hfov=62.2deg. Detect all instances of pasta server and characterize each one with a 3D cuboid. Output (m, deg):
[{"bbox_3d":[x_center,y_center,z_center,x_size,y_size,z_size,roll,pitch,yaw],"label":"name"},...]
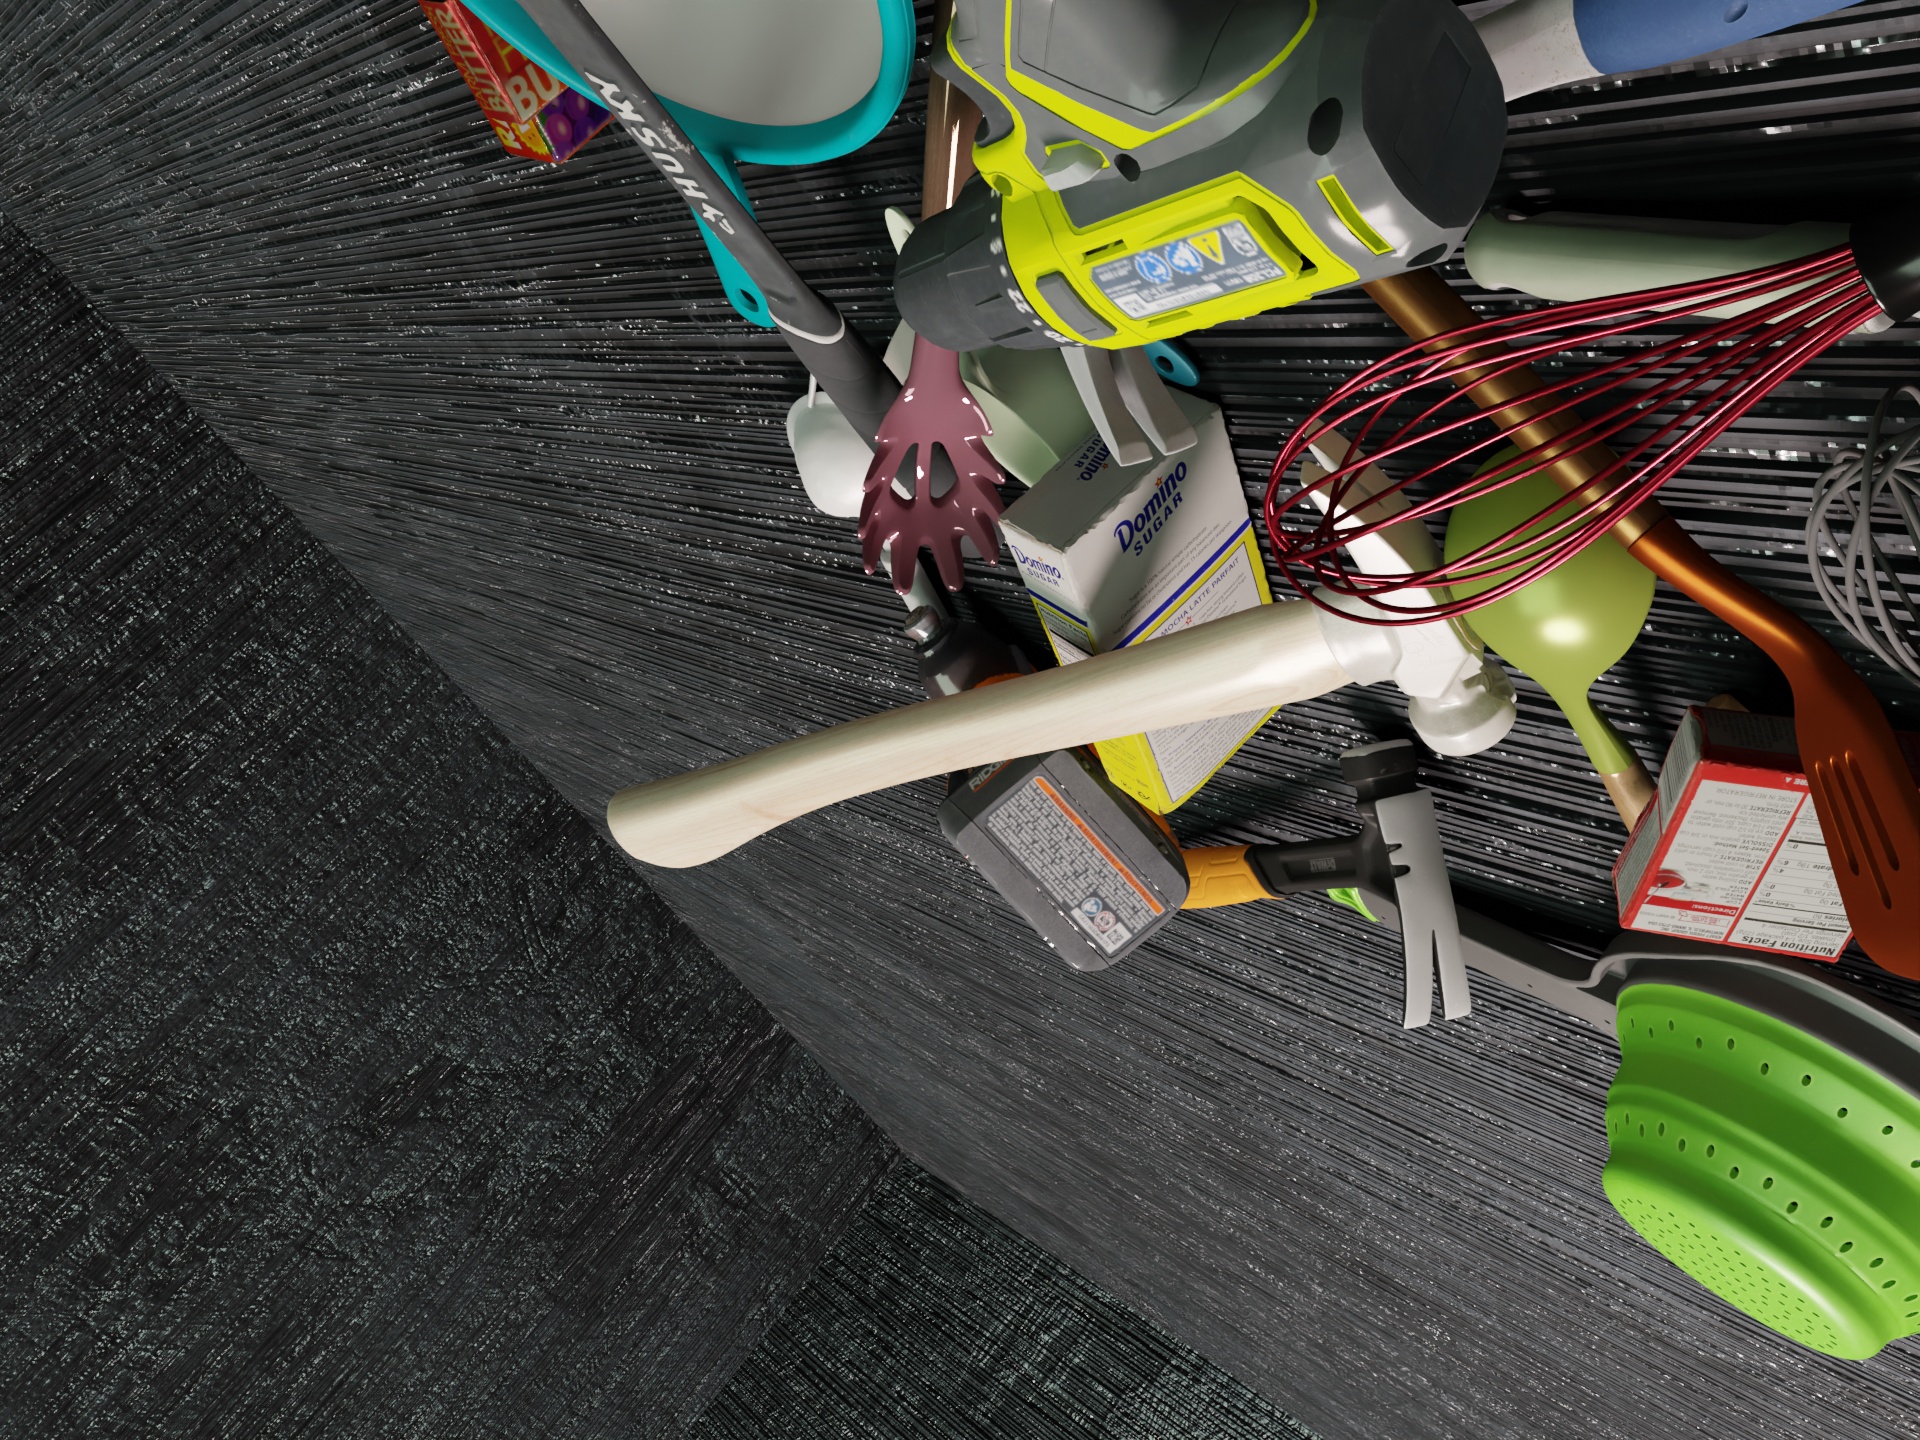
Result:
[{"bbox_3d":[-0.004,-0.160,0.541,0.316,0.060,0.040,97,166,-54],"label":"pasta server"}]

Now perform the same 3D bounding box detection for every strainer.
[{"bbox_3d":[-0.085,-0.260,0.547,0.211,0.095,0.340,24,167,12],"label":"strainer"},{"bbox_3d":[-0.038,-0.095,0.894,0.087,0.050,0.258,13,152,30],"label":"strainer"}]

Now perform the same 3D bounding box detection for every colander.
[{"bbox_3d":[0.282,0.160,0.693,0.204,0.094,0.397,48,167,-34],"label":"colander"}]

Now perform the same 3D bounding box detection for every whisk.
[{"bbox_3d":[0.225,-0.103,0.371,0.246,0.057,0.059,25,121,47],"label":"whisk"},{"bbox_3d":[0.181,-0.090,0.350,0.073,0.073,0.296,47,139,-16],"label":"whisk"},{"bbox_3d":[0.276,-0.008,0.432,0.055,0.055,0.238,20,165,46],"label":"whisk"}]

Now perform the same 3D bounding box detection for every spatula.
[{"bbox_3d":[0.171,-0.066,0.454,0.323,0.041,0.081,51,-176,14],"label":"spatula"}]

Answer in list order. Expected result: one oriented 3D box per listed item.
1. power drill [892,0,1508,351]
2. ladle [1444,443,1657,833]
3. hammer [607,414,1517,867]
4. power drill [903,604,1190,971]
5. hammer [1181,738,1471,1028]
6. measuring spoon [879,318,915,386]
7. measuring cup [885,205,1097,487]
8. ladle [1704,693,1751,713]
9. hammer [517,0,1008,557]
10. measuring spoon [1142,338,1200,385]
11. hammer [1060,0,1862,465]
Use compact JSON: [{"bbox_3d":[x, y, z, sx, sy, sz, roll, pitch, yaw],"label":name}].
[{"bbox_3d":[-0.008,-0.174,0.379,0.228,0.080,0.191,37,159,-31],"label":"power drill"},{"bbox_3d":[0.258,0.021,0.585,0.319,0.062,0.078,46,-176,-36],"label":"ladle"},{"bbox_3d":[-0.001,-0.002,0.650,0.410,0.038,0.146,-15,134,33],"label":"hammer"},{"bbox_3d":[0.033,0.022,0.847,0.164,0.084,0.227,47,-172,-17],"label":"power drill"},{"bbox_3d":[0.160,0.090,0.858,0.337,0.034,0.127,156,103,-74],"label":"hammer"},{"bbox_3d":[-0.018,-0.175,0.726,0.034,0.018,0.124,43,154,-5],"label":"measuring spoon"},{"bbox_3d":[0.016,-0.151,0.631,0.083,0.038,0.167,37,170,36],"label":"measuring cup"},{"bbox_3d":[0.368,0.106,0.572,0.315,0.031,0.069,46,161,-8],"label":"ladle"},{"bbox_3d":[-0.073,-0.165,0.603,0.149,0.036,0.408,20,168,30],"label":"hammer"},{"bbox_3d":[0.037,-0.161,0.625,0.129,0.021,0.042,37,161,18],"label":"measuring spoon"},{"bbox_3d":[0.141,-0.155,0.372,0.406,0.035,0.144,1,109,57],"label":"hammer"}]
